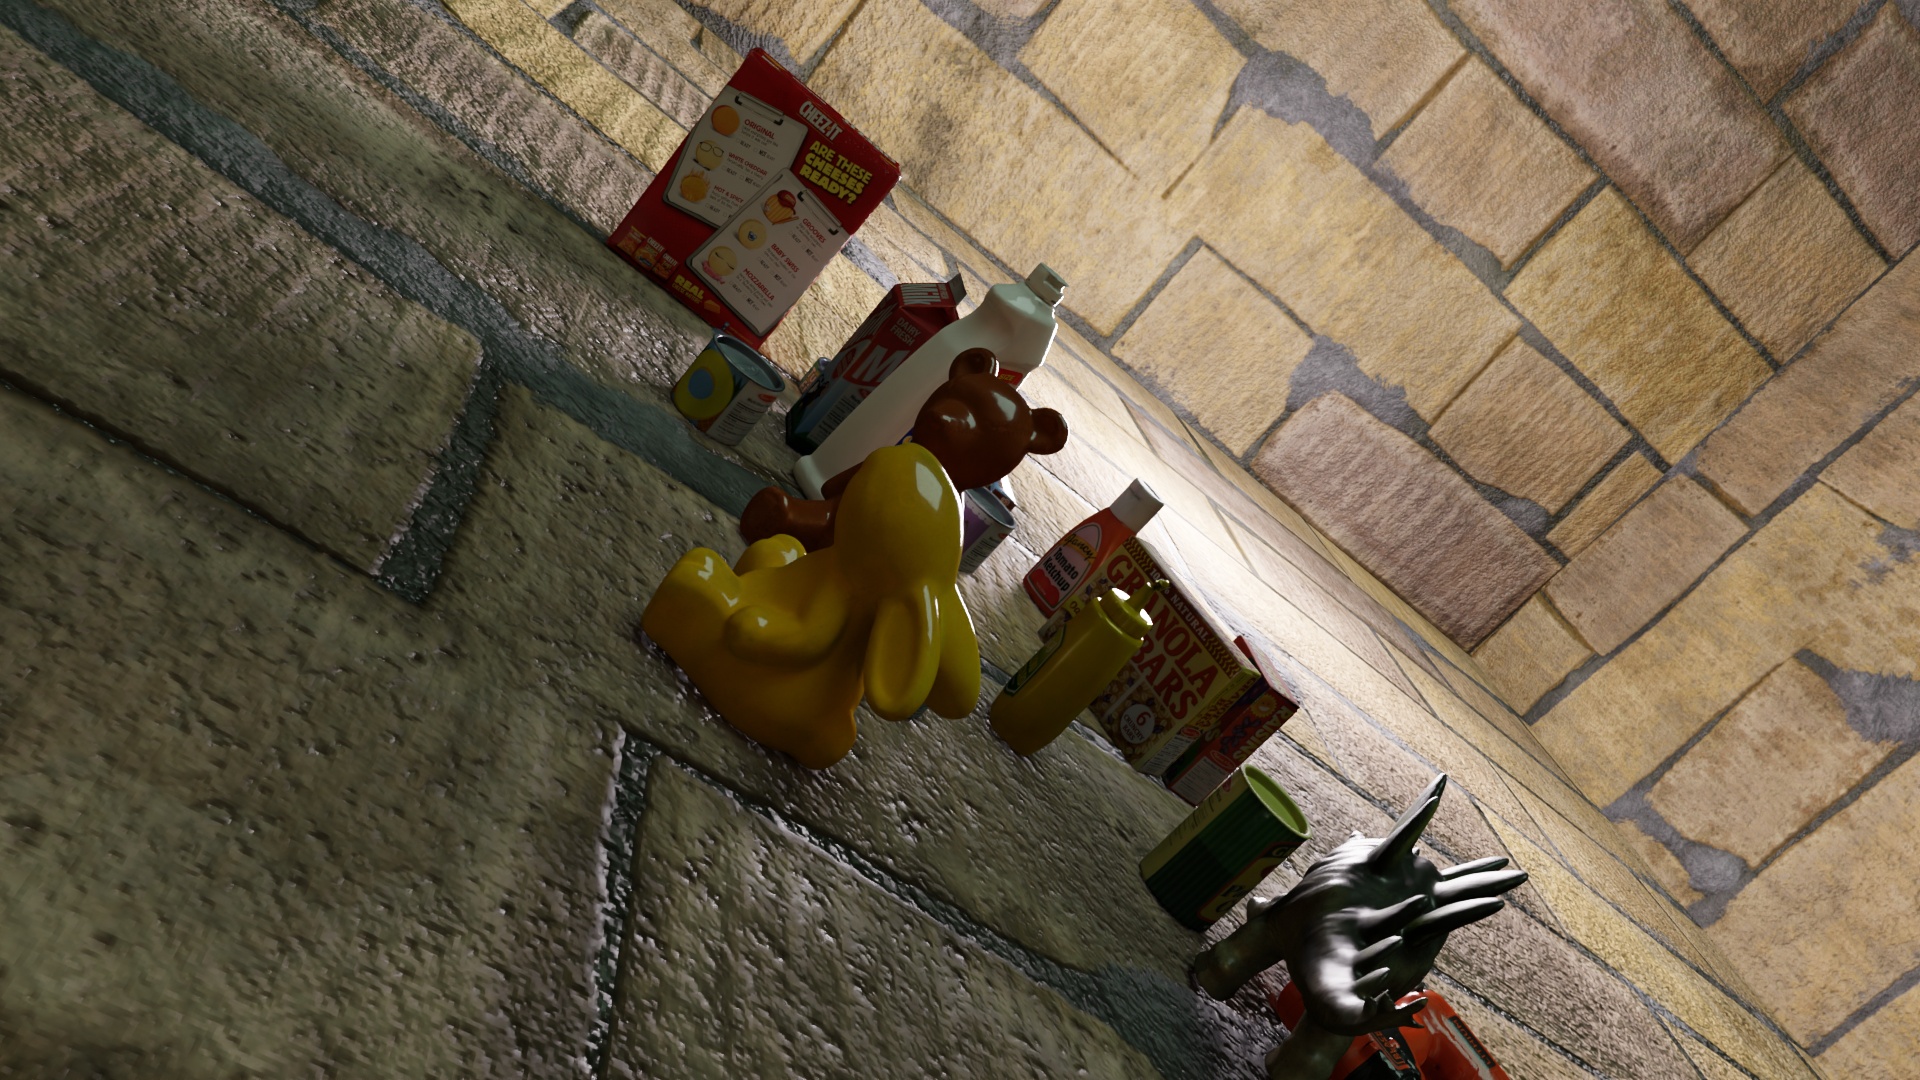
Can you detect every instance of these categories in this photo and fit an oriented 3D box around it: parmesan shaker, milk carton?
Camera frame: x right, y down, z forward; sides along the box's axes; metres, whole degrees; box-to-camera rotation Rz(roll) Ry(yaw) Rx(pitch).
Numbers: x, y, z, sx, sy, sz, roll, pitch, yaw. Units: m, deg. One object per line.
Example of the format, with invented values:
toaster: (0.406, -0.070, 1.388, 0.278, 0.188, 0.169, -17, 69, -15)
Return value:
parmesan shaker: (0.184, 0.213, 0.962, 0.071, 0.103, 0.071, 39, 16, -13)
milk carton: (-0.059, -0.142, 1.155, 0.073, 0.190, 0.072, 36, 16, -20)

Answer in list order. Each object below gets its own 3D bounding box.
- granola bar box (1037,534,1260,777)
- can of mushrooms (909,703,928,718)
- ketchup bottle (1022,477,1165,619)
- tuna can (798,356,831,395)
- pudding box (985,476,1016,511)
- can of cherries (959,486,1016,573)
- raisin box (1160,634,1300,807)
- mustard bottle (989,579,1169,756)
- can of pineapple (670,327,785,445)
granola bar box: (0.154, 0.095, 1.161, 0.039, 0.124, 0.166, 25, 23, -47)
can of mushrooms: (-0.042, 0.080, 0.902, 0.071, 0.033, 0.071, 38, 16, -13)
ketchup bottle: (0.125, 0.007, 1.276, 0.043, 0.148, 0.065, 25, 23, -48)
tuna can: (-0.118, -0.138, 1.292, 0.071, 0.032, 0.071, 38, 16, -13)
pudding box: (0.024, -0.042, 1.346, 0.030, 0.049, 0.084, 37, 17, -20)
can of cherries: (0.004, -0.015, 1.214, 0.071, 0.058, 0.072, 39, 16, -13)
raisin box: (0.217, 0.151, 1.165, 0.040, 0.123, 0.086, 36, 17, -22)
mustard bottle: (0.087, 0.080, 0.974, 0.049, 0.160, 0.065, 41, 16, -7)
can of pineapple: (-0.177, -0.115, 1.049, 0.071, 0.057, 0.071, 39, 16, -13)
